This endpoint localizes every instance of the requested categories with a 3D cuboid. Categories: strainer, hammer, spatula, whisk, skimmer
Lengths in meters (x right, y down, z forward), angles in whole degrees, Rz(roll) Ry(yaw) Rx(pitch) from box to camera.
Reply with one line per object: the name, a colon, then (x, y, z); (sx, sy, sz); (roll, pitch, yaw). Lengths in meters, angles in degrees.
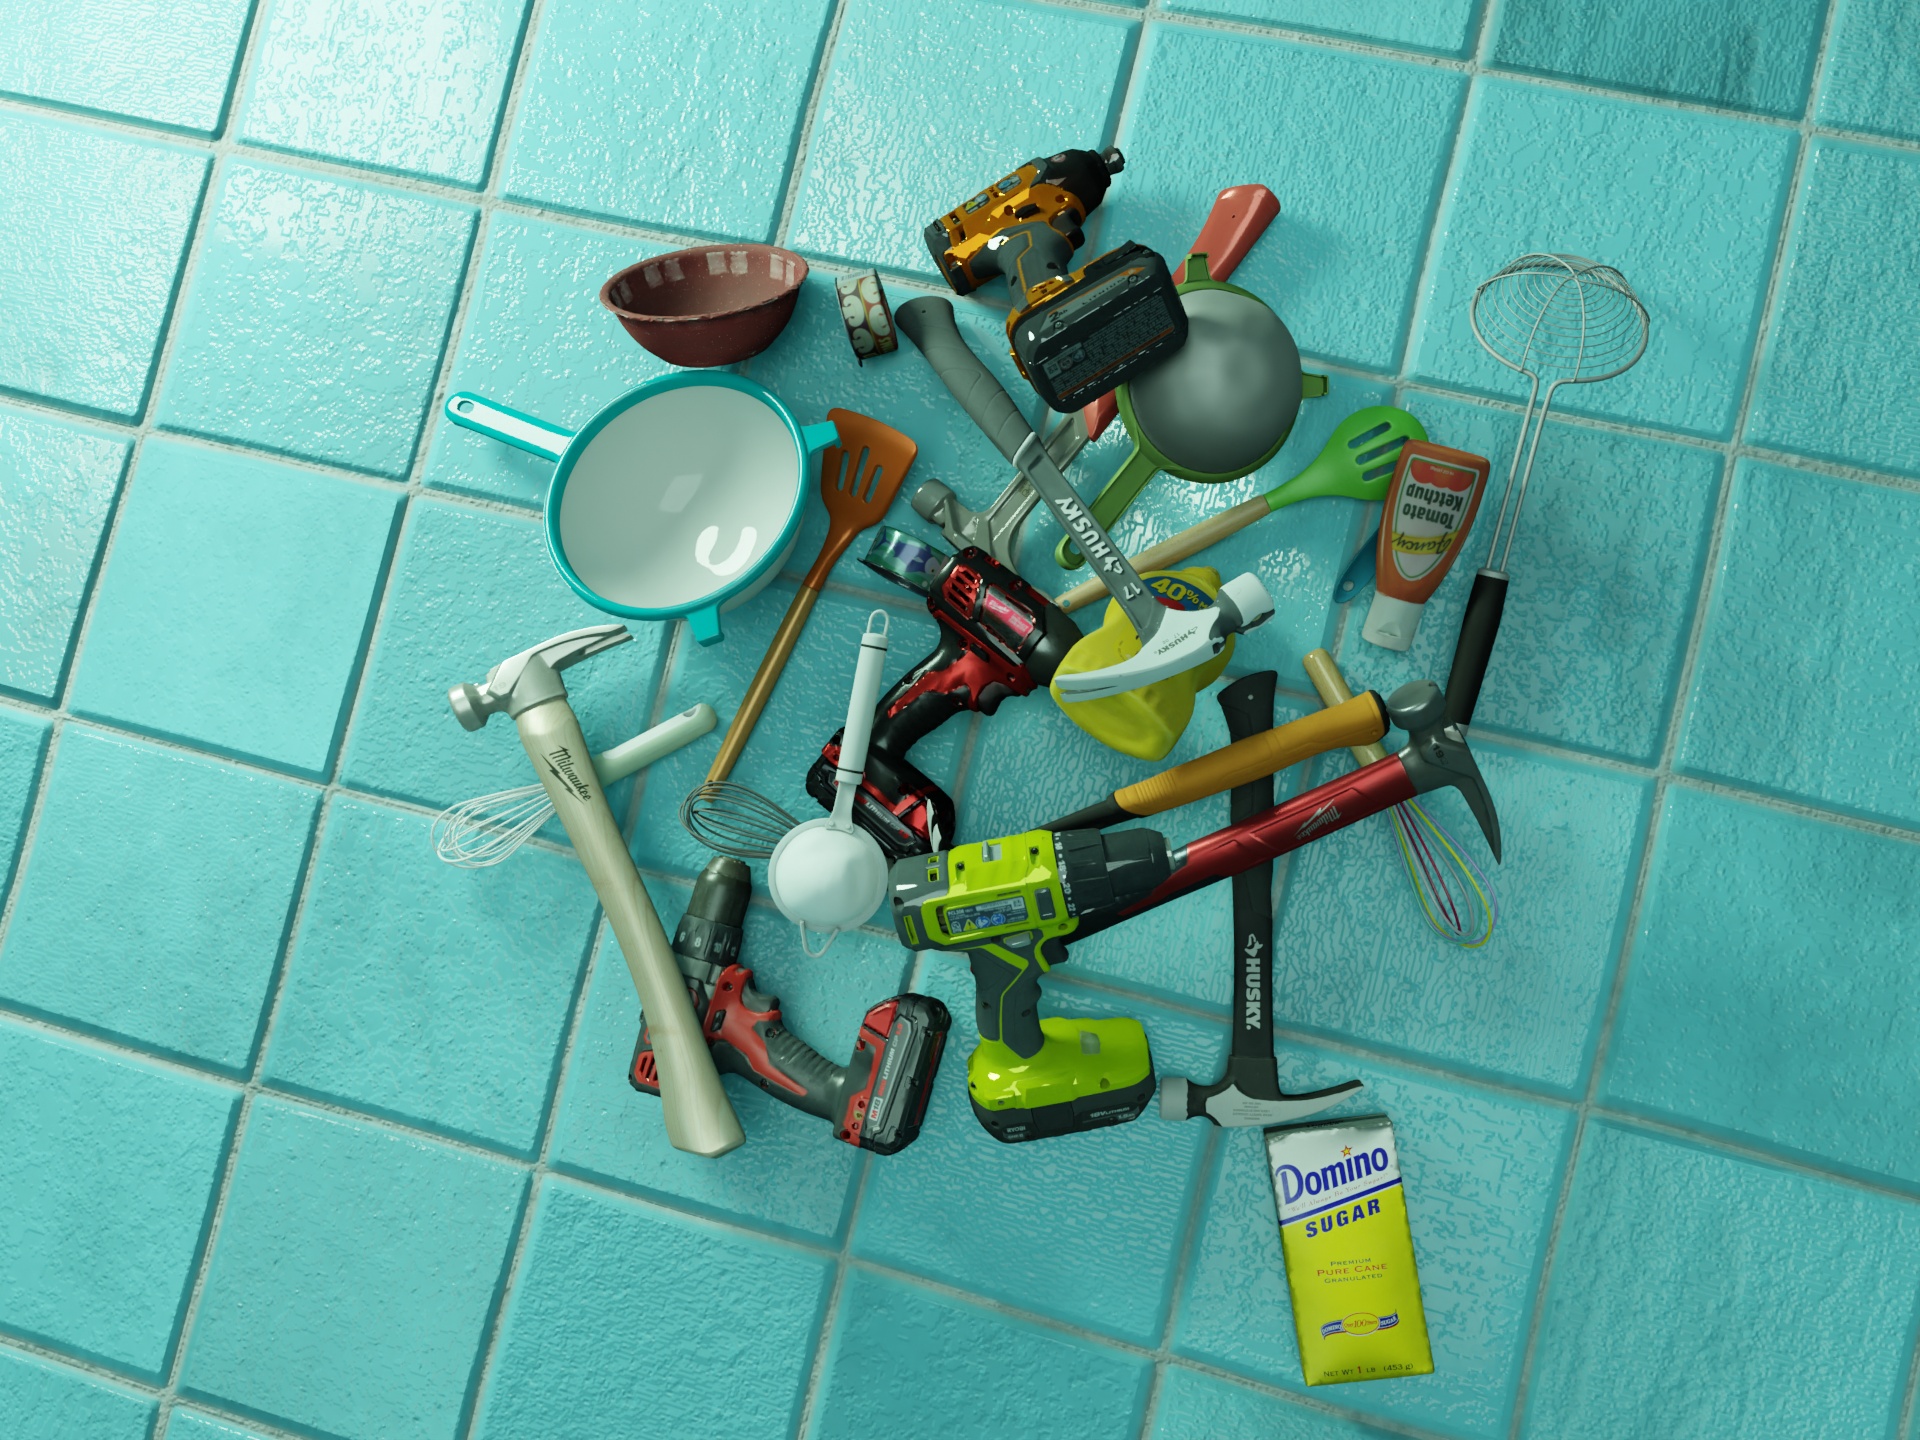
strainer: (-0.082, 0.047, 1.138); (0.087, 0.050, 0.258); (11, 91, -4)
strainer: (0.161, -0.210, 1.157); (0.151, 0.069, 0.256); (41, 82, -15)
hammer: (0.127, -0.256, 1.214); (0.149, 0.036, 0.359); (40, 90, 16)
spatula: (-0.131, -0.083, 1.236); (0.081, 0.041, 0.322); (26, 90, 15)
whisk: (-0.100, 0.100, 1.213); (0.239, 0.055, 0.055); (19, 88, 1)
hammer: (0.142, 0.047, 1.132); (0.337, 0.127, 0.034); (-21, 53, 4)
skimmer: (0.409, -0.167, 1.179); (0.127, 0.090, 0.363); (14, 97, 12)
whisk: (-0.302, 0.049, 1.247); (0.246, 0.058, 0.059); (-27, 117, 0)
hammer: (0.184, 0.111, 1.134); (0.386, 0.038, 0.143); (-26, 112, 16)
whisk: (0.316, 0.057, 1.168); (0.051, 0.047, 0.245); (-26, 78, -7)
hammer: (-0.244, 0.124, 1.183); (0.146, 0.038, 0.411); (-25, 75, -4)
hammer: (0.052, -0.178, 1.142); (0.149, 0.036, 0.409); (-31, 57, -3)
hammer: (0.221, 0.130, 1.176); (0.146, 0.035, 0.335); (0, 85, 8)
strainer: (-0.257, -0.178, 1.242); (0.340, 0.095, 0.211); (23, 76, 23)

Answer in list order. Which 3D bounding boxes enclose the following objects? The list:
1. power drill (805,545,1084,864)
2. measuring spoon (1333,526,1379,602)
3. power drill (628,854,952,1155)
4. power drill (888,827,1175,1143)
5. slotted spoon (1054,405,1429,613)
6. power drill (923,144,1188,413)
power drill: (-0.002, -0.004, 1.177); (0.143, 0.078, 0.219); (38, 100, 9)
measuring spoon: (0.319, -0.143, 1.189); (0.042, 0.021, 0.128); (32, 107, -9)
power drill: (-0.125, 0.215, 1.195); (0.227, 0.080, 0.188); (14, 82, 12)
power drill: (0.067, 0.177, 1.112); (0.190, 0.080, 0.228); (-12, 118, 5)
slotted spoon: (0.209, -0.151, 1.205); (0.314, 0.031, 0.070); (-26, 91, 6)
power drill: (0.080, -0.339, 1.170); (0.164, 0.084, 0.227); (-31, 47, 4)
